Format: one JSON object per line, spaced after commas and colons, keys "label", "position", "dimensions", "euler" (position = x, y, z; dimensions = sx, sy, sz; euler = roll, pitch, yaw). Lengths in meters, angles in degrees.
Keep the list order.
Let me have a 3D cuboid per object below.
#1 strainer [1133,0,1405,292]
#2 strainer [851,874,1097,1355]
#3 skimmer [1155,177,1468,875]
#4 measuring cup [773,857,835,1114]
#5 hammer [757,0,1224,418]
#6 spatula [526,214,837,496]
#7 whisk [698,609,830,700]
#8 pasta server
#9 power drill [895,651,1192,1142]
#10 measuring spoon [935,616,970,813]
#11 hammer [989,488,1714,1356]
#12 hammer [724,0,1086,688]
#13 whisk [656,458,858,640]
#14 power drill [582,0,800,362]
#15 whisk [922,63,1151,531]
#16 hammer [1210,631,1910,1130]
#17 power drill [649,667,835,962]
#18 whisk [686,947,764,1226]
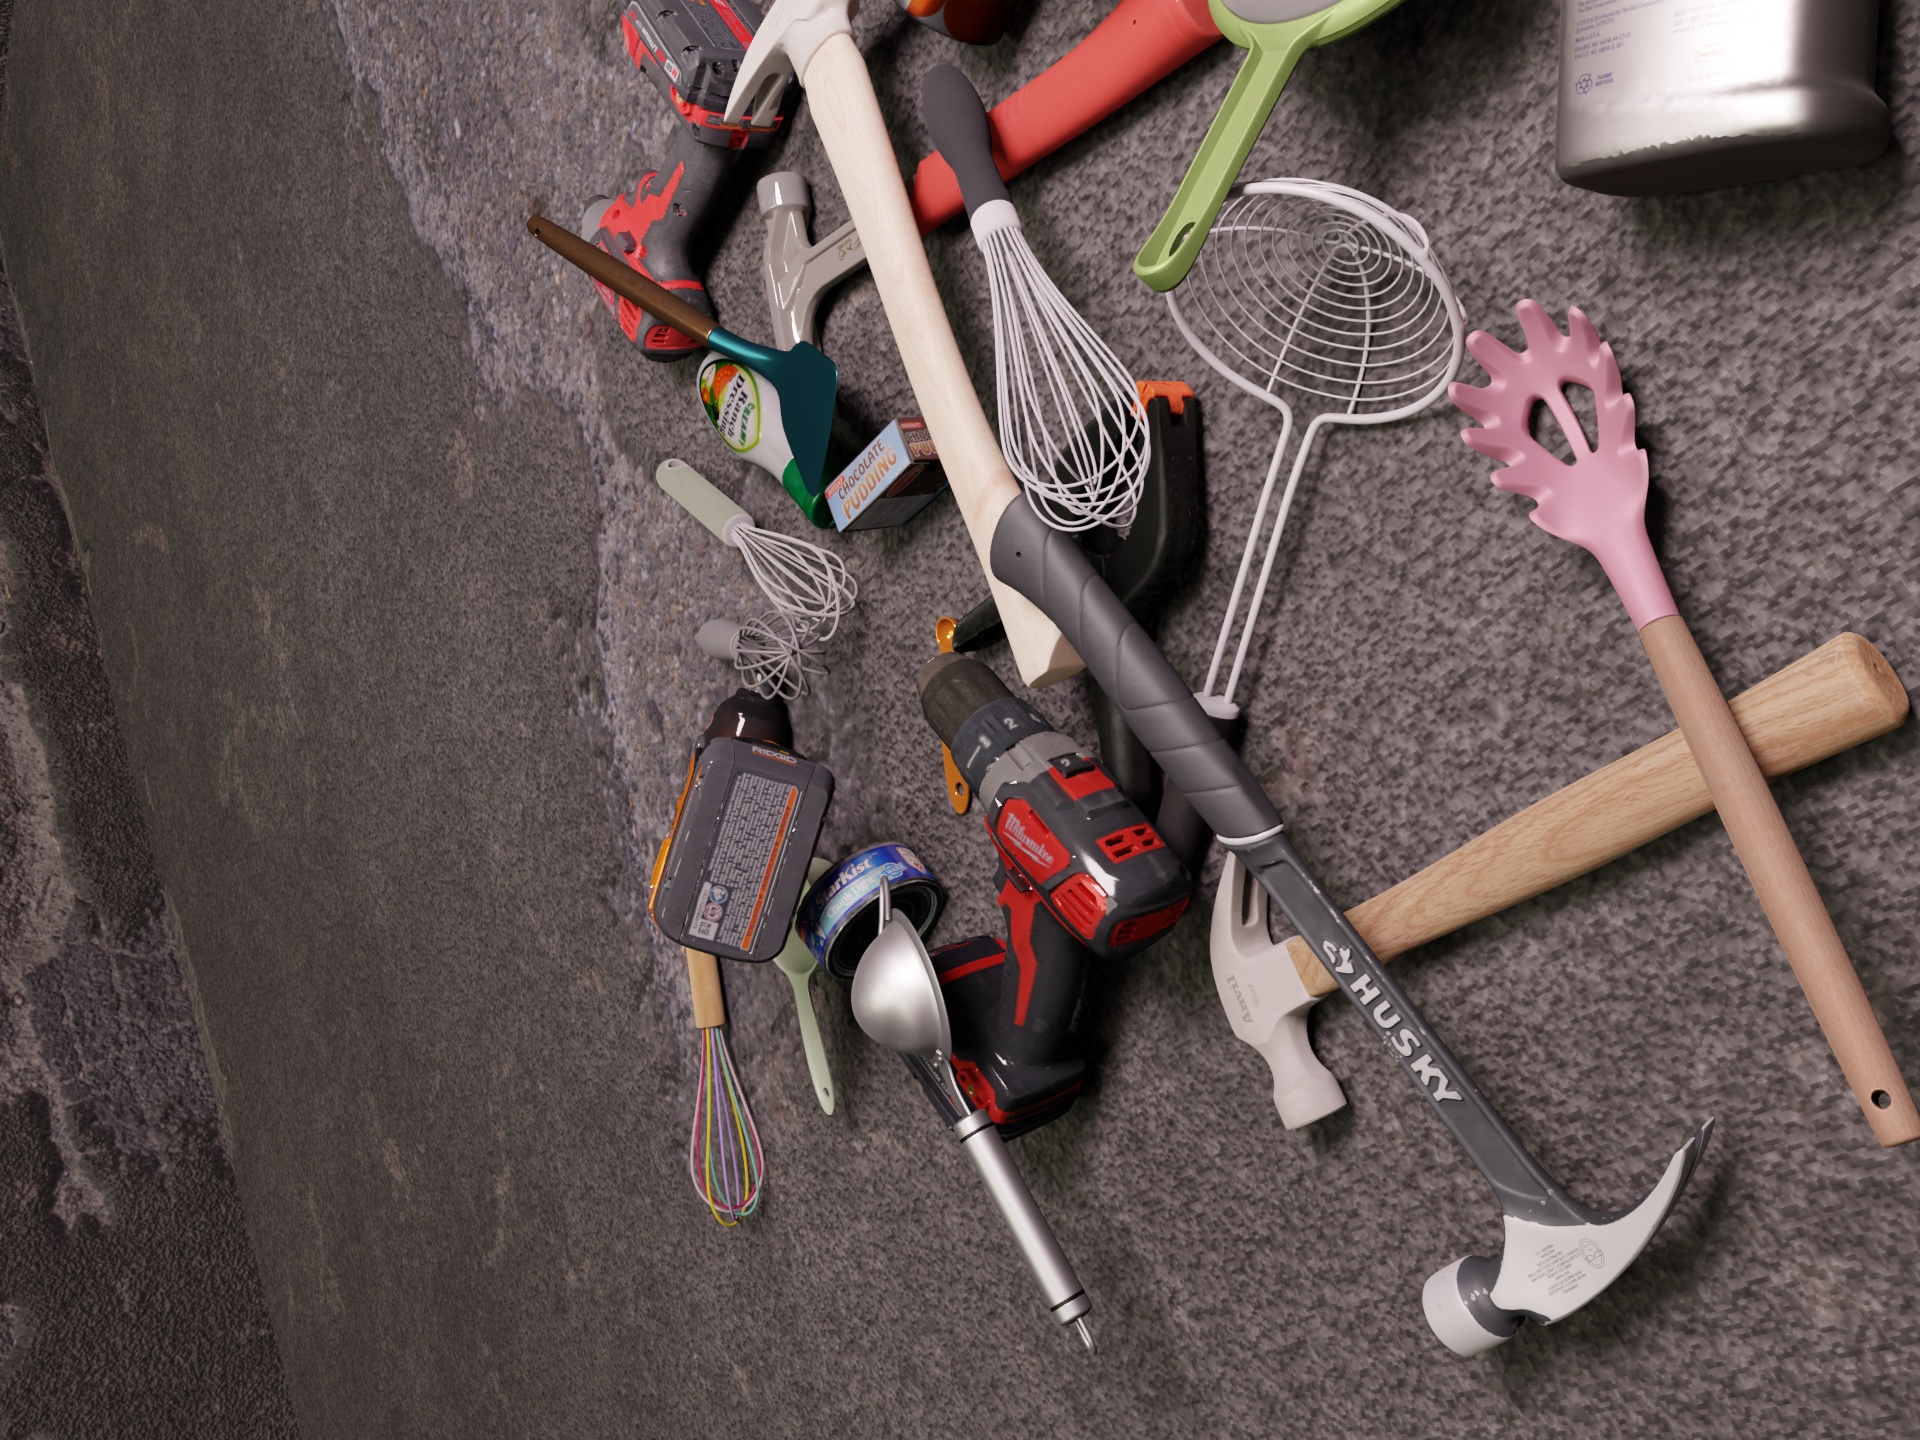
{"label": "strainer", "position": [0.114, -0.287, 0.592], "dimensions": [0.152, 0.069, 0.256], "euler": [23, 84, 53]}
{"label": "strainer", "position": [0.001, 0.196, 0.796], "dimensions": [0.259, 0.050, 0.086], "euler": [59, 157, 19]}
{"label": "skimmer", "position": [0.118, -0.052, 0.701], "dimensions": [0.127, 0.090, 0.363], "euler": [22, 118, 19]}
{"label": "measuring cup", "position": [-0.089, 0.170, 1.038], "dimensions": [0.083, 0.038, 0.167], "euler": [-10, 91, 51]}
{"label": "hammer", "position": [0.002, -0.281, 0.843], "dimensions": [0.359, 0.036, 0.149], "euler": [-13, 86, 51]}
{"label": "spatula", "position": [-0.176, -0.247, 0.981], "dimensions": [0.318, 0.044, 0.082], "euler": [35, 130, 27]}
{"label": "whisk", "position": [-0.132, -0.046, 1.006], "dimensions": [0.239, 0.055, 0.055], "euler": [-163, 69, -69]}
{"label": "pasta server", "position": [0.249, -0.011, 0.547], "dimensions": [0.060, 0.040, 0.316], "euler": [-32, 59, 33]}
{"label": "power drill", "position": [0.020, 0.092, 0.832], "dimensions": [0.188, 0.080, 0.226], "euler": [50, 140, 33]}
{"label": "measuring spoon", "position": [-0.001, -0.003, 0.922], "dimensions": [0.021, 0.011, 0.117], "euler": [9, 107, 50]}
{"label": "hammer", "position": [0.138, 0.061, 0.674], "dimensions": [0.409, 0.036, 0.149], "euler": [55, 133, 18]}
{"label": "hammer", "position": [-0.026, -0.205, 0.835], "dimensions": [0.146, 0.038, 0.411], "euler": [-36, 69, 50]}
{"label": "whisk", "position": [-0.141, -0.120, 1.041], "dimensions": [0.247, 0.057, 0.059], "euler": [40, 134, 45]}
{"label": "power drill", "position": [-0.191, -0.360, 1.035], "dimensions": [0.143, 0.078, 0.219], "euler": [57, 138, 26]}
{"label": "whisk", "position": [0.027, -0.206, 0.742], "dimensions": [0.070, 0.070, 0.285], "euler": [-46, 51, 44]}
{"label": "hammer", "position": [0.218, 0.058, 0.647], "dimensions": [0.331, 0.031, 0.130], "euler": [-42, 65, 45]}
{"label": "power drill", "position": [-0.136, 0.051, 0.978], "dimensions": [0.226, 0.084, 0.164], "euler": [-158, 86, -77]}
{"label": "whisk", "position": [-0.180, 0.244, 1.157], "dimensions": [0.051, 0.047, 0.245], "euler": [-14, 83, 52]}
